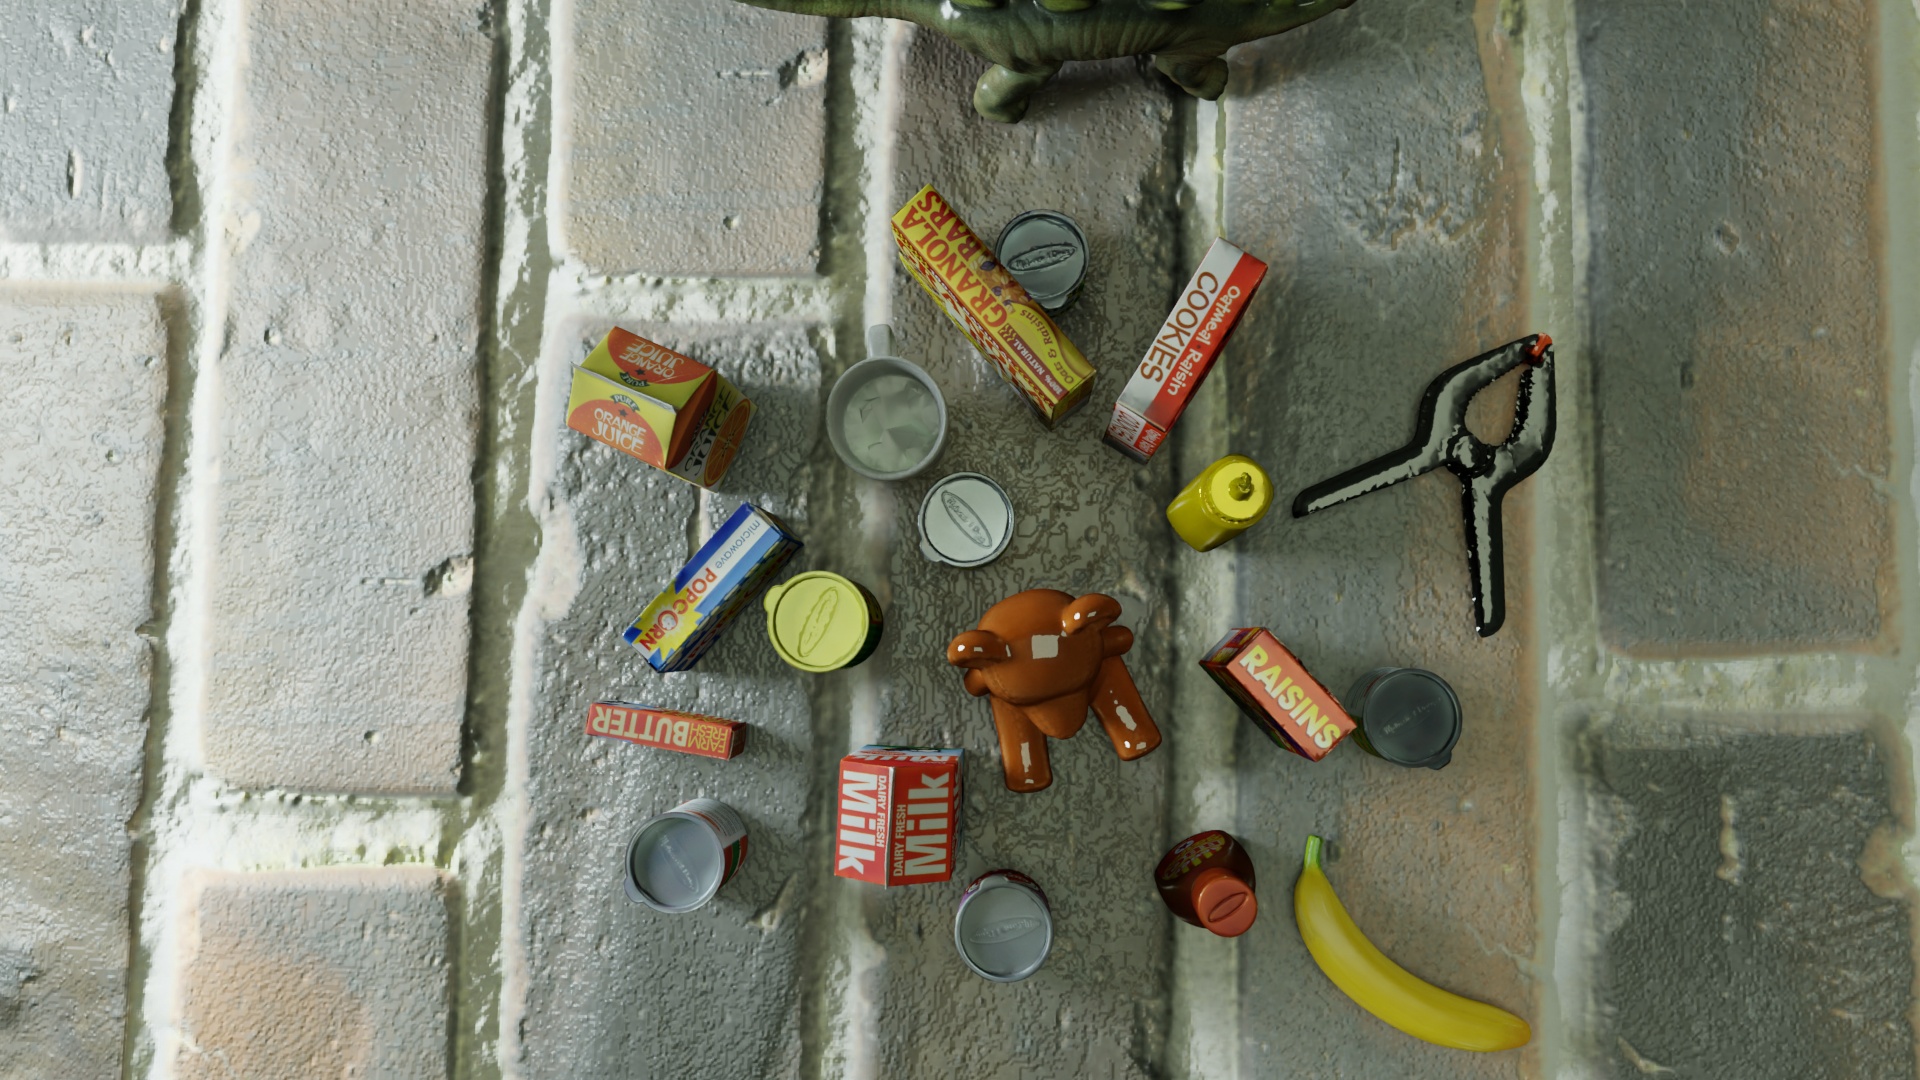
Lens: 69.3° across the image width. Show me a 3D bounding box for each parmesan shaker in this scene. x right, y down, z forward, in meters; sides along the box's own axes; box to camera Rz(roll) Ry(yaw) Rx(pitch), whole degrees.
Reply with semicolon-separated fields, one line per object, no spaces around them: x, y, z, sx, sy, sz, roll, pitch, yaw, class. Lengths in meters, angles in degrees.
-0.092;0.054;0.950;0.071;0.103;0.071;0;86;2;parmesan shaker

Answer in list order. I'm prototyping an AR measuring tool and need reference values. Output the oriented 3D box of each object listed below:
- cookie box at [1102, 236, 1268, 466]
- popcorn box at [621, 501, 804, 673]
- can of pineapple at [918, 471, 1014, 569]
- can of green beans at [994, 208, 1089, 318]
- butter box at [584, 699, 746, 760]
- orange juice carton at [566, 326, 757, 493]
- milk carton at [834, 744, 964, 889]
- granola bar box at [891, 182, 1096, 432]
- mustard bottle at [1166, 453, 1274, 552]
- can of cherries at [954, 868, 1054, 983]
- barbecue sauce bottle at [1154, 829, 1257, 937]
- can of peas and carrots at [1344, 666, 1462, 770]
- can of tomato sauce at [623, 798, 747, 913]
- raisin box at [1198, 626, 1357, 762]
0.145;-0.119;0.922;0.040;0.167;0.123;31;88;4;cookie box
-0.169;0.033;0.964;0.038;0.085;0.127;42;88;5;popcorn box
0.003;-0.012;0.974;0.071;0.058;0.071;0;86;2;can of pineapple
0.058;-0.195;0.987;0.071;0.058;0.071;0;86;2;can of green beans
-0.205;0.132;0.974;0.103;0.053;0.024;9;87;3;butter box
-0.198;-0.086;0.921;0.072;0.192;0.073;25;88;4;orange juice carton
-0.038;0.174;0.895;0.073;0.190;0.072;2;86;3;milk carton
0.022;-0.154;0.951;0.039;0.124;0.165;-41;85;-1;granola bar box
0.176;-0.027;0.917;0.065;0.160;0.049;-41;85;-1;mustard bottle
0.030;0.260;0.951;0.071;0.058;0.071;0;86;2;can of cherries
0.164;0.225;0.903;0.065;0.148;0.043;-33;85;0;barbecue sauce bottle
0.303;0.122;0.951;0.071;0.058;0.071;0;86;2;can of peas and carrots
-0.187;0.216;0.951;0.071;0.083;0.071;0;86;2;can of tomato sauce
0.208;0.100;0.924;0.040;0.123;0.086;-43;85;-1;raisin box
